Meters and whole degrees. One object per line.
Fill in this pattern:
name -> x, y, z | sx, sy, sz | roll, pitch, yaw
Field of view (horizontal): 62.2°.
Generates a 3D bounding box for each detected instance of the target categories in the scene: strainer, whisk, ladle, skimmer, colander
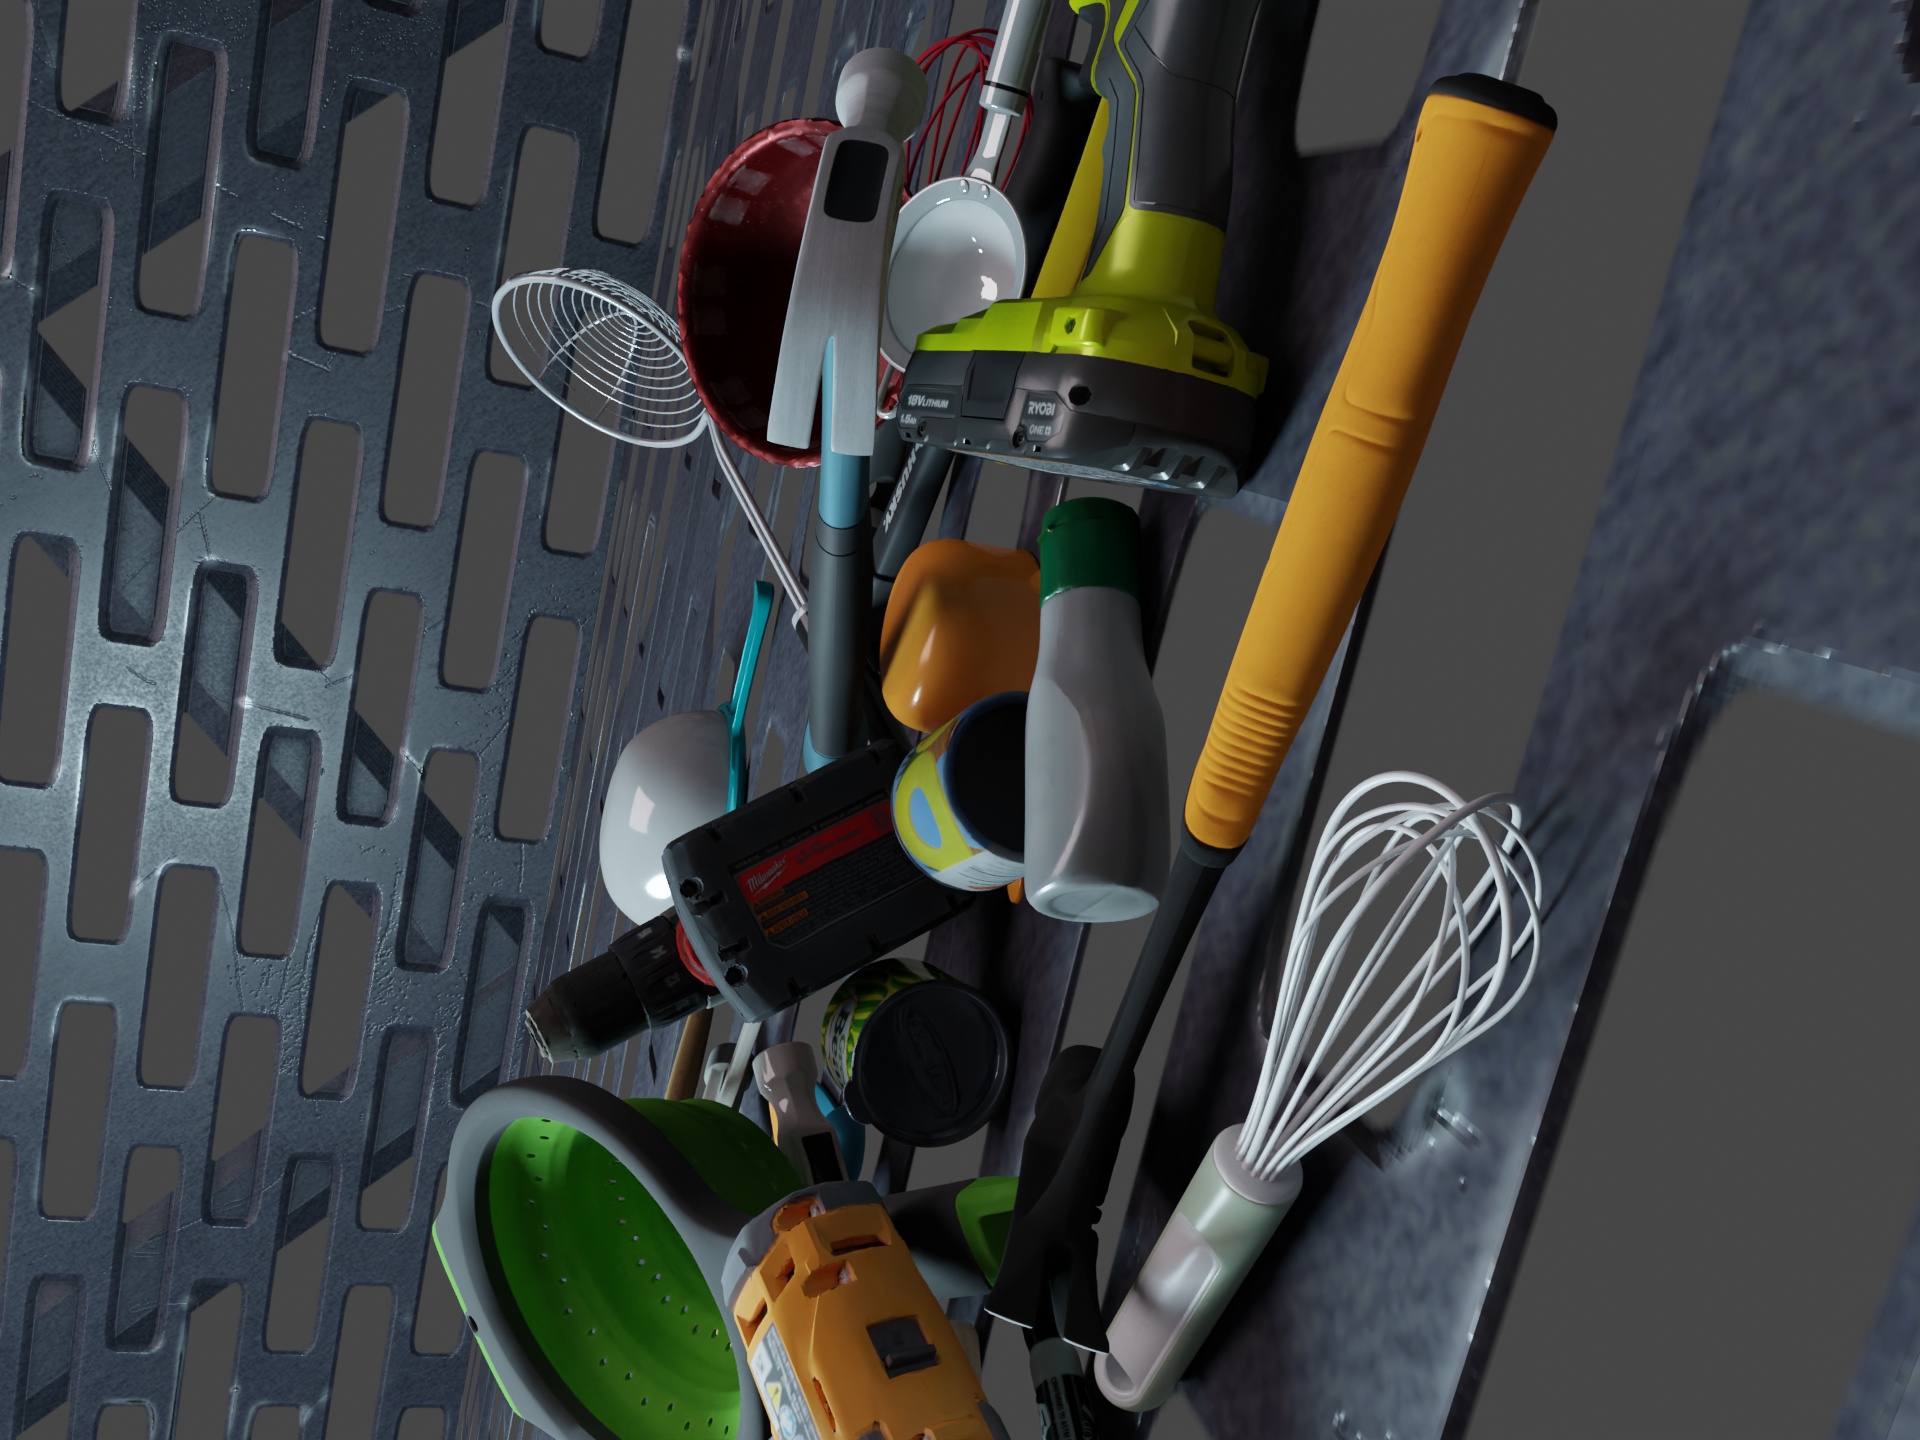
strainer -> 0.018, -0.248, 0.658 | 0.087, 0.050, 0.258 | 30, 112, 35
strainer -> -0.225, 0.032, 1.260 | 0.211, 0.095, 0.340 | -107, 30, -53
whisk -> -0.024, -0.220, 0.838 | 0.073, 0.073, 0.295 | -100, 21, -43
ladle -> -0.174, 0.203, 1.045 | 0.316, 0.031, 0.069 | -89, 15, -63
skimmer -> -0.130, -0.089, 0.816 | 0.364, 0.090, 0.127 | 60, 163, 21
colander -> -0.077, 0.213, 0.662 | 0.397, 0.094, 0.204 | -26, 89, 42
whisk -> 0.078, 0.108, 0.405 | 0.058, 0.059, 0.246 | 47, 136, 33

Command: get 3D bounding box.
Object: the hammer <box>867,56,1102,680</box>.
hammer -> 0.000, -0.161, 0.773 | 0.146, 0.035, 0.334 | -98, 25, -43

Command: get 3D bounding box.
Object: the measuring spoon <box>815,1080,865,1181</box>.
measuring spoon -> -0.079, 0.214, 0.855 | 0.129, 0.021, 0.042 | -168, 87, -70

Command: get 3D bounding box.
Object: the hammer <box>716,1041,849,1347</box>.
hammer -> -0.110, 0.307, 0.868 | 0.331, 0.031, 0.130 | 114, 143, -48

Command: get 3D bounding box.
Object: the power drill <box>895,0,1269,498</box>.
power drill -> 0.048, -0.199, 0.533 | 0.191, 0.080, 0.228 | 21, 102, 55

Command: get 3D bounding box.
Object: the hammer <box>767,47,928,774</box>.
hammer -> -0.045, -0.077, 0.619 | 0.330, 0.033, 0.128 | 99, 180, -56

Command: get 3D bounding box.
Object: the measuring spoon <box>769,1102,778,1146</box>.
measuring spoon -> -0.100, 0.246, 0.933 | 0.117, 0.011, 0.021 | -116, 39, -54

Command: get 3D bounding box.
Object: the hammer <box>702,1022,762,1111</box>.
hammer -> -0.104, 0.130, 0.916 | 0.149, 0.036, 0.359 | -85, 14, -60

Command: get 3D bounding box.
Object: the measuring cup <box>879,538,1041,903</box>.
measuring cup -> -0.001, -0.002, 0.673 | 0.095, 0.052, 0.174 | 121, 153, -49

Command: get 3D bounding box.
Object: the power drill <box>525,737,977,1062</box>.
power drill -> -0.103, 0.095, 0.724 | 0.080, 0.188, 0.226 | 62, 158, 4

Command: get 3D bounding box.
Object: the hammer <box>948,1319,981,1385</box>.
hammer -> 0.011, 0.395, 0.489 | 0.146, 0.038, 0.411 | 121, 151, -46

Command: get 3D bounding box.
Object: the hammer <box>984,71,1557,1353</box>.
hammer -> 0.078, 0.002, 0.424 | 0.127, 0.034, 0.336 | -61, -11, -72

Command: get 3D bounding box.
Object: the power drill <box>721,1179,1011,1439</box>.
power drill -> -0.044, 0.289, 0.511 | 0.186, 0.084, 0.226 | 55, 131, 40
